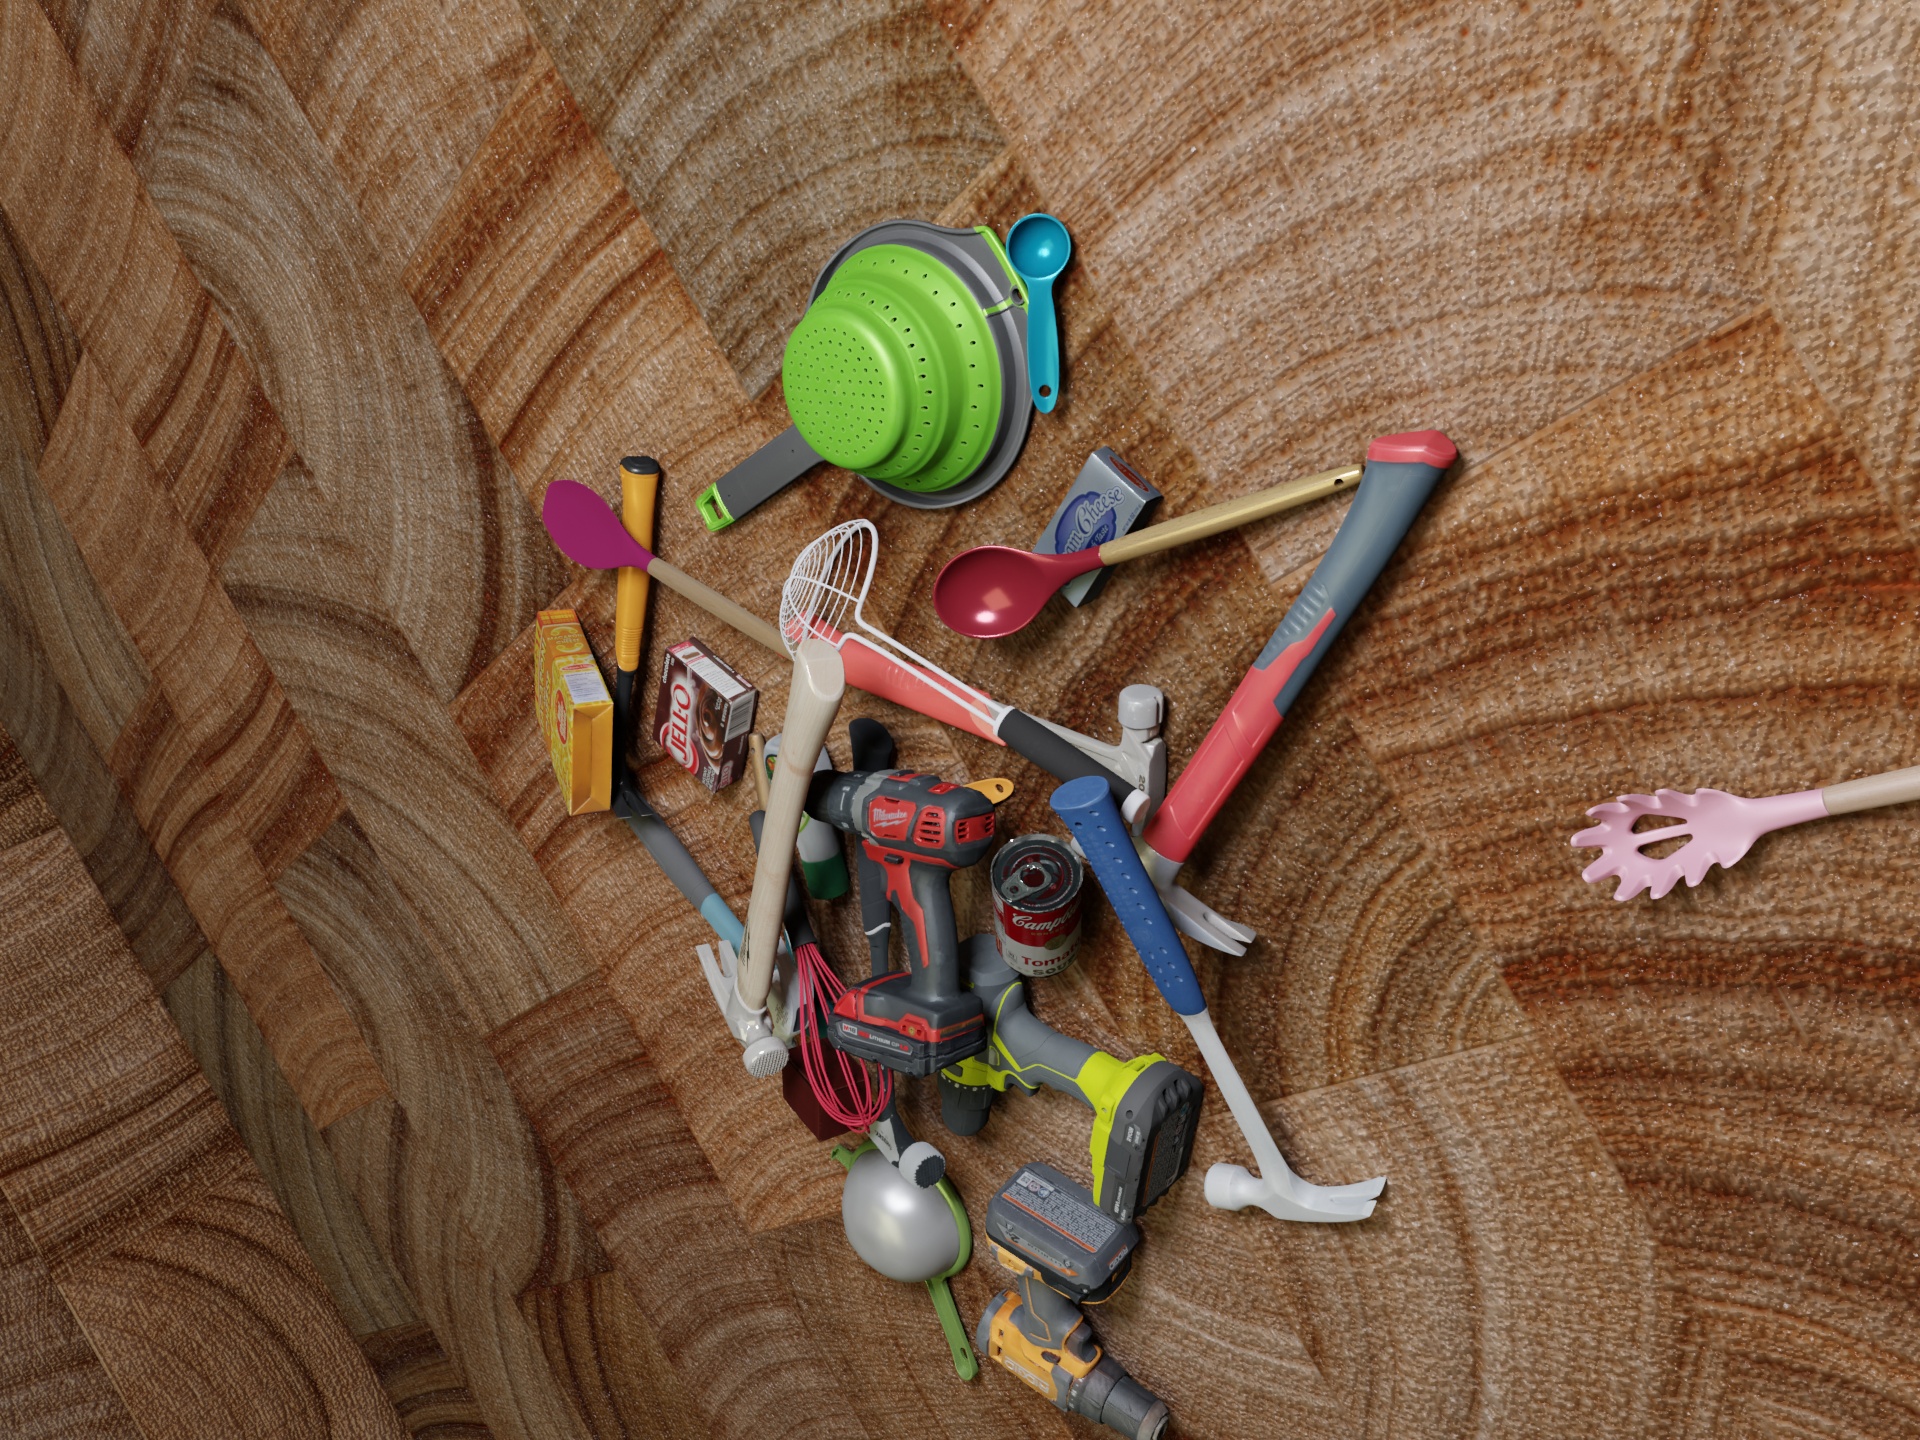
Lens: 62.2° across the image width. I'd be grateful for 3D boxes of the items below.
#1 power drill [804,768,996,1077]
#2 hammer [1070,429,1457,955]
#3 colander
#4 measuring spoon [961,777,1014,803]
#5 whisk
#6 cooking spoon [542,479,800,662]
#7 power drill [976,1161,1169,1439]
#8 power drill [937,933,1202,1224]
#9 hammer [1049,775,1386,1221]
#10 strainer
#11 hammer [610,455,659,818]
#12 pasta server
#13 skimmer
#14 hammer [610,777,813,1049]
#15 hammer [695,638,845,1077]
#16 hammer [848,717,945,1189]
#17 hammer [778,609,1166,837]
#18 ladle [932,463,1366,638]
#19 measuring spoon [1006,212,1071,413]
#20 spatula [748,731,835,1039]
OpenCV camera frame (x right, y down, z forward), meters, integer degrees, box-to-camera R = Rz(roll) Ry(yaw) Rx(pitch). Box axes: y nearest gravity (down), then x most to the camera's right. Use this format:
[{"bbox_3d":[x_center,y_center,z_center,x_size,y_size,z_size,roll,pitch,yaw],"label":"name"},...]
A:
[{"bbox_3d":[-0.057,0.148,1.254,0.188,0.080,0.226,9,103,40],"label":"power drill"},{"bbox_3d":[0.210,-0.012,1.012,0.143,0.038,0.386,35,126,10],"label":"hammer"},{"bbox_3d":[-0.108,-0.216,1.170,0.397,0.094,0.204,-24,94,45],"label":"colander"},{"bbox_3d":[0.001,0.062,1.276,0.117,0.011,0.021,-17,98,42],"label":"measuring spoon"},{"bbox_3d":[-0.127,0.211,1.365,0.073,0.073,0.296,-40,66,45],"label":"whisk"},{"bbox_3d":[-0.238,-0.118,1.328,0.319,0.017,0.068,31,117,24],"label":"cooking spoon"},{"bbox_3d":[0.101,0.509,1.362,0.185,0.084,0.226,24,129,31],"label":"power drill"},{"bbox_3d":[0.072,0.301,1.285,0.229,0.080,0.190,27,126,33],"label":"power drill"},{"bbox_3d":[0.169,0.206,1.104,0.144,0.035,0.405,-5,124,41],"label":"hammer"},{"bbox_3d":[-0.049,0.524,1.508,0.151,0.069,0.256,-13,101,44],"label":"strainer"},{"bbox_3d":[-0.298,-0.076,1.431,0.127,0.034,0.336,52,139,48],"label":"hammer"},{"bbox_3d":[0.473,0.038,0.819,0.316,0.040,0.060,-21,85,44],"label":"pasta server"},{"bbox_3d":[0.000,-0.030,1.157,0.363,0.090,0.127,33,105,27],"label":"skimmer"},{"bbox_3d":[-0.244,0.163,1.495,0.331,0.033,0.128,46,134,26],"label":"hammer"},{"bbox_3d":[-0.152,0.101,1.279,0.146,0.038,0.410,55,141,40],"label":"hammer"},{"bbox_3d":[-0.071,0.194,1.367,0.149,0.036,0.408,25,122,53],"label":"hammer"},{"bbox_3d":[-0.002,-0.004,1.224,0.359,0.037,0.149,21,124,32],"label":"hammer"},{"bbox_3d":[0.116,-0.116,1.039,0.315,0.031,0.069,-15,116,34],"label":"ladle"},{"bbox_3d":[0.054,-0.268,1.047,0.042,0.021,0.128,0,113,8],"label":"measuring spoon"},{"bbox_3d":[-0.153,0.161,1.453,0.082,0.044,0.317,2,107,39],"label":"spatula"}]
